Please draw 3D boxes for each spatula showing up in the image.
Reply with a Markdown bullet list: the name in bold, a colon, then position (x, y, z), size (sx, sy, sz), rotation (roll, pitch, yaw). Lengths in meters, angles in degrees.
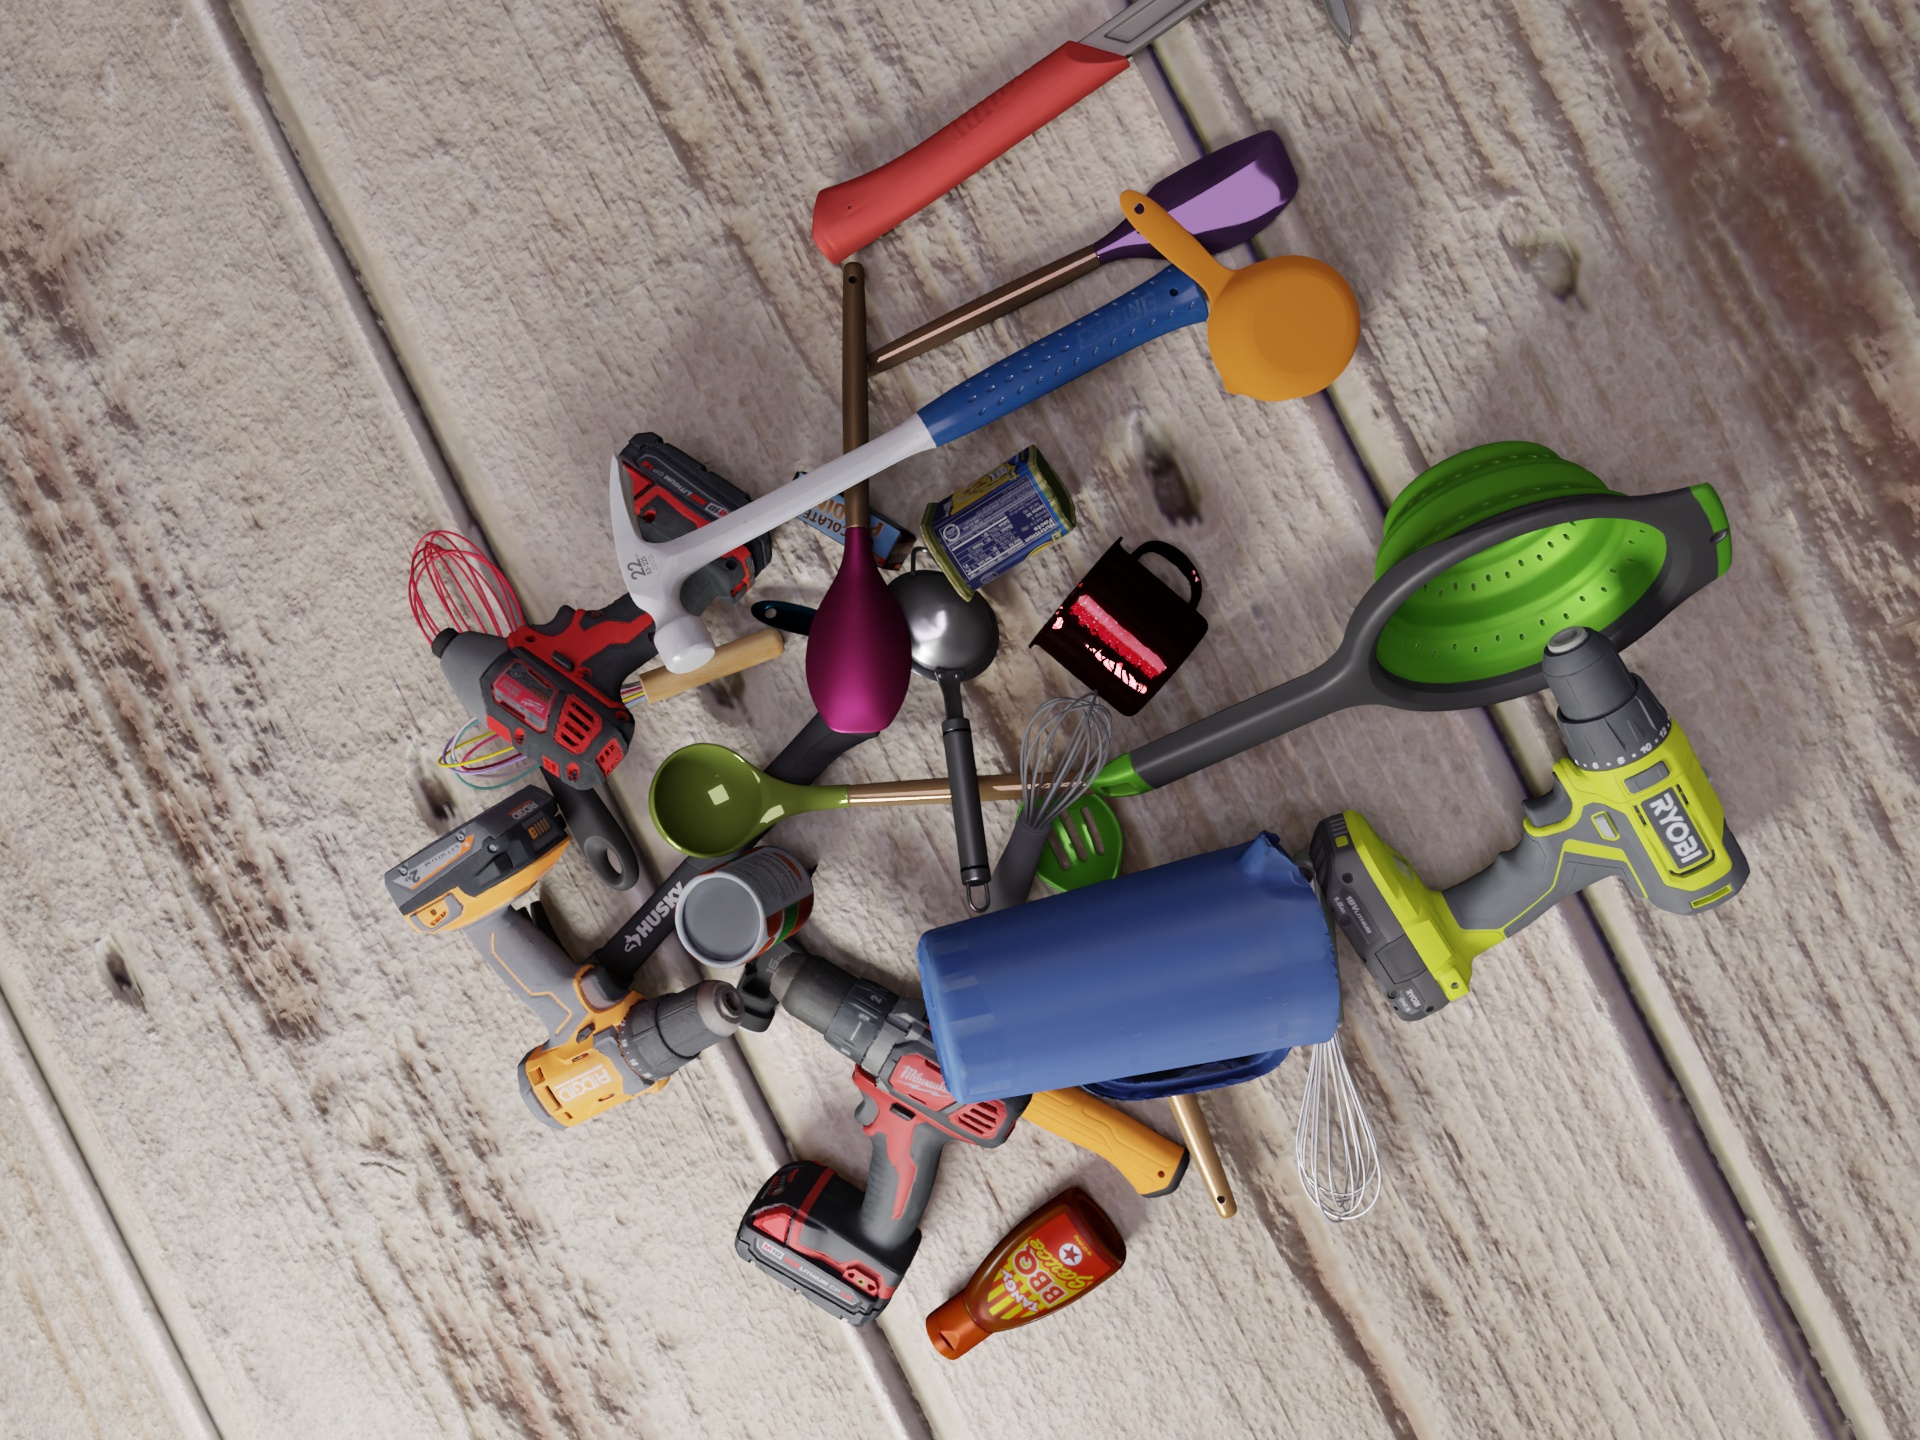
- **spatula**: position (0.067, -0.290, 1.036), size (0.316, 0.018, 0.060), rotation (-22, 93, 14)

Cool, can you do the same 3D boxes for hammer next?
- **hammer**: position (0.062, -0.396, 1.017), size (0.359, 0.036, 0.149), rotation (-31, 88, 15)
- **hammer**: position (-0.034, -0.185, 1.008), size (0.405, 0.035, 0.144), rotation (-28, 76, -1)
- **hammer**: position (-0.178, 0.092, 1.131), size (0.146, 0.035, 0.334), rotation (45, 104, 5)
- **hammer**: position (0.005, 0.227, 1.102), size (0.337, 0.034, 0.127), rotation (26, 103, 9)

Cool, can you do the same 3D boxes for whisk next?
- **whisk**: position (0.238, 0.205, 1.038), size (0.058, 0.059, 0.246), rotation (-5, 91, 42)
- **whisk**: position (0.048, 0.068, 1.017), size (0.055, 0.055, 0.238), rotation (27, 135, 9)
- **whisk**: position (-0.236, -0.012, 1.086), size (0.245, 0.047, 0.051), rotation (-21, 82, -10)
- **whisk**: position (-0.308, -0.008, 1.126), size (0.073, 0.073, 0.296), rotation (-33, 84, 15)

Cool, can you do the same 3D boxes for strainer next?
- **strainer**: position (-0.002, -0.003, 1.027), size (0.086, 0.050, 0.259), rotation (0, 72, -24)

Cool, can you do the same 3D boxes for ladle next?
- **ladle**: position (-0.050, 0.047, 1.051), size (0.320, 0.062, 0.078), rotation (-4, 81, 11)

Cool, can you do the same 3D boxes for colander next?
- **colander**: position (0.246, -0.064, 0.964), size (0.397, 0.204, 0.095), rotation (-25, 58, 20)

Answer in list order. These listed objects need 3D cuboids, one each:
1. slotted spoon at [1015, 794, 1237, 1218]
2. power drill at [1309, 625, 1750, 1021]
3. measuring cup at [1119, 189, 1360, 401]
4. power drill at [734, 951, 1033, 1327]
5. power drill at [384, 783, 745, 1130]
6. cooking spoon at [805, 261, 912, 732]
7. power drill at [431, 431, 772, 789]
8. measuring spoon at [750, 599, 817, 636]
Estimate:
- **slotted spoon**: position (0.119, 0.186, 1.065), size (0.070, 0.031, 0.314), rotation (-23, 88, 15)
- **power drill**: position (0.333, 0.066, 0.962), size (0.228, 0.080, 0.190), rotation (-31, 107, 15)
- **measuring cup**: position (0.168, -0.266, 0.968), size (0.173, 0.052, 0.095), rotation (37, 93, -13)
- **power drill**: position (-0.075, 0.277, 1.079), size (0.188, 0.080, 0.226), rotation (30, 113, 6)
- **power drill**: position (-0.266, 0.159, 1.089), size (0.185, 0.084, 0.226), rotation (-28, 98, 26)
- **cooking spoon**: position (-0.068, -0.149, 1.036), size (0.069, 0.017, 0.319), rotation (-2, 79, 1)
- **power drill**: position (-0.236, -0.075, 1.052), size (0.143, 0.078, 0.220), rotation (33, 72, 8)
- **measuring spoon**: position (-0.085, -0.060, 1.100), size (0.129, 0.021, 0.042), rotation (15, 73, 17)
